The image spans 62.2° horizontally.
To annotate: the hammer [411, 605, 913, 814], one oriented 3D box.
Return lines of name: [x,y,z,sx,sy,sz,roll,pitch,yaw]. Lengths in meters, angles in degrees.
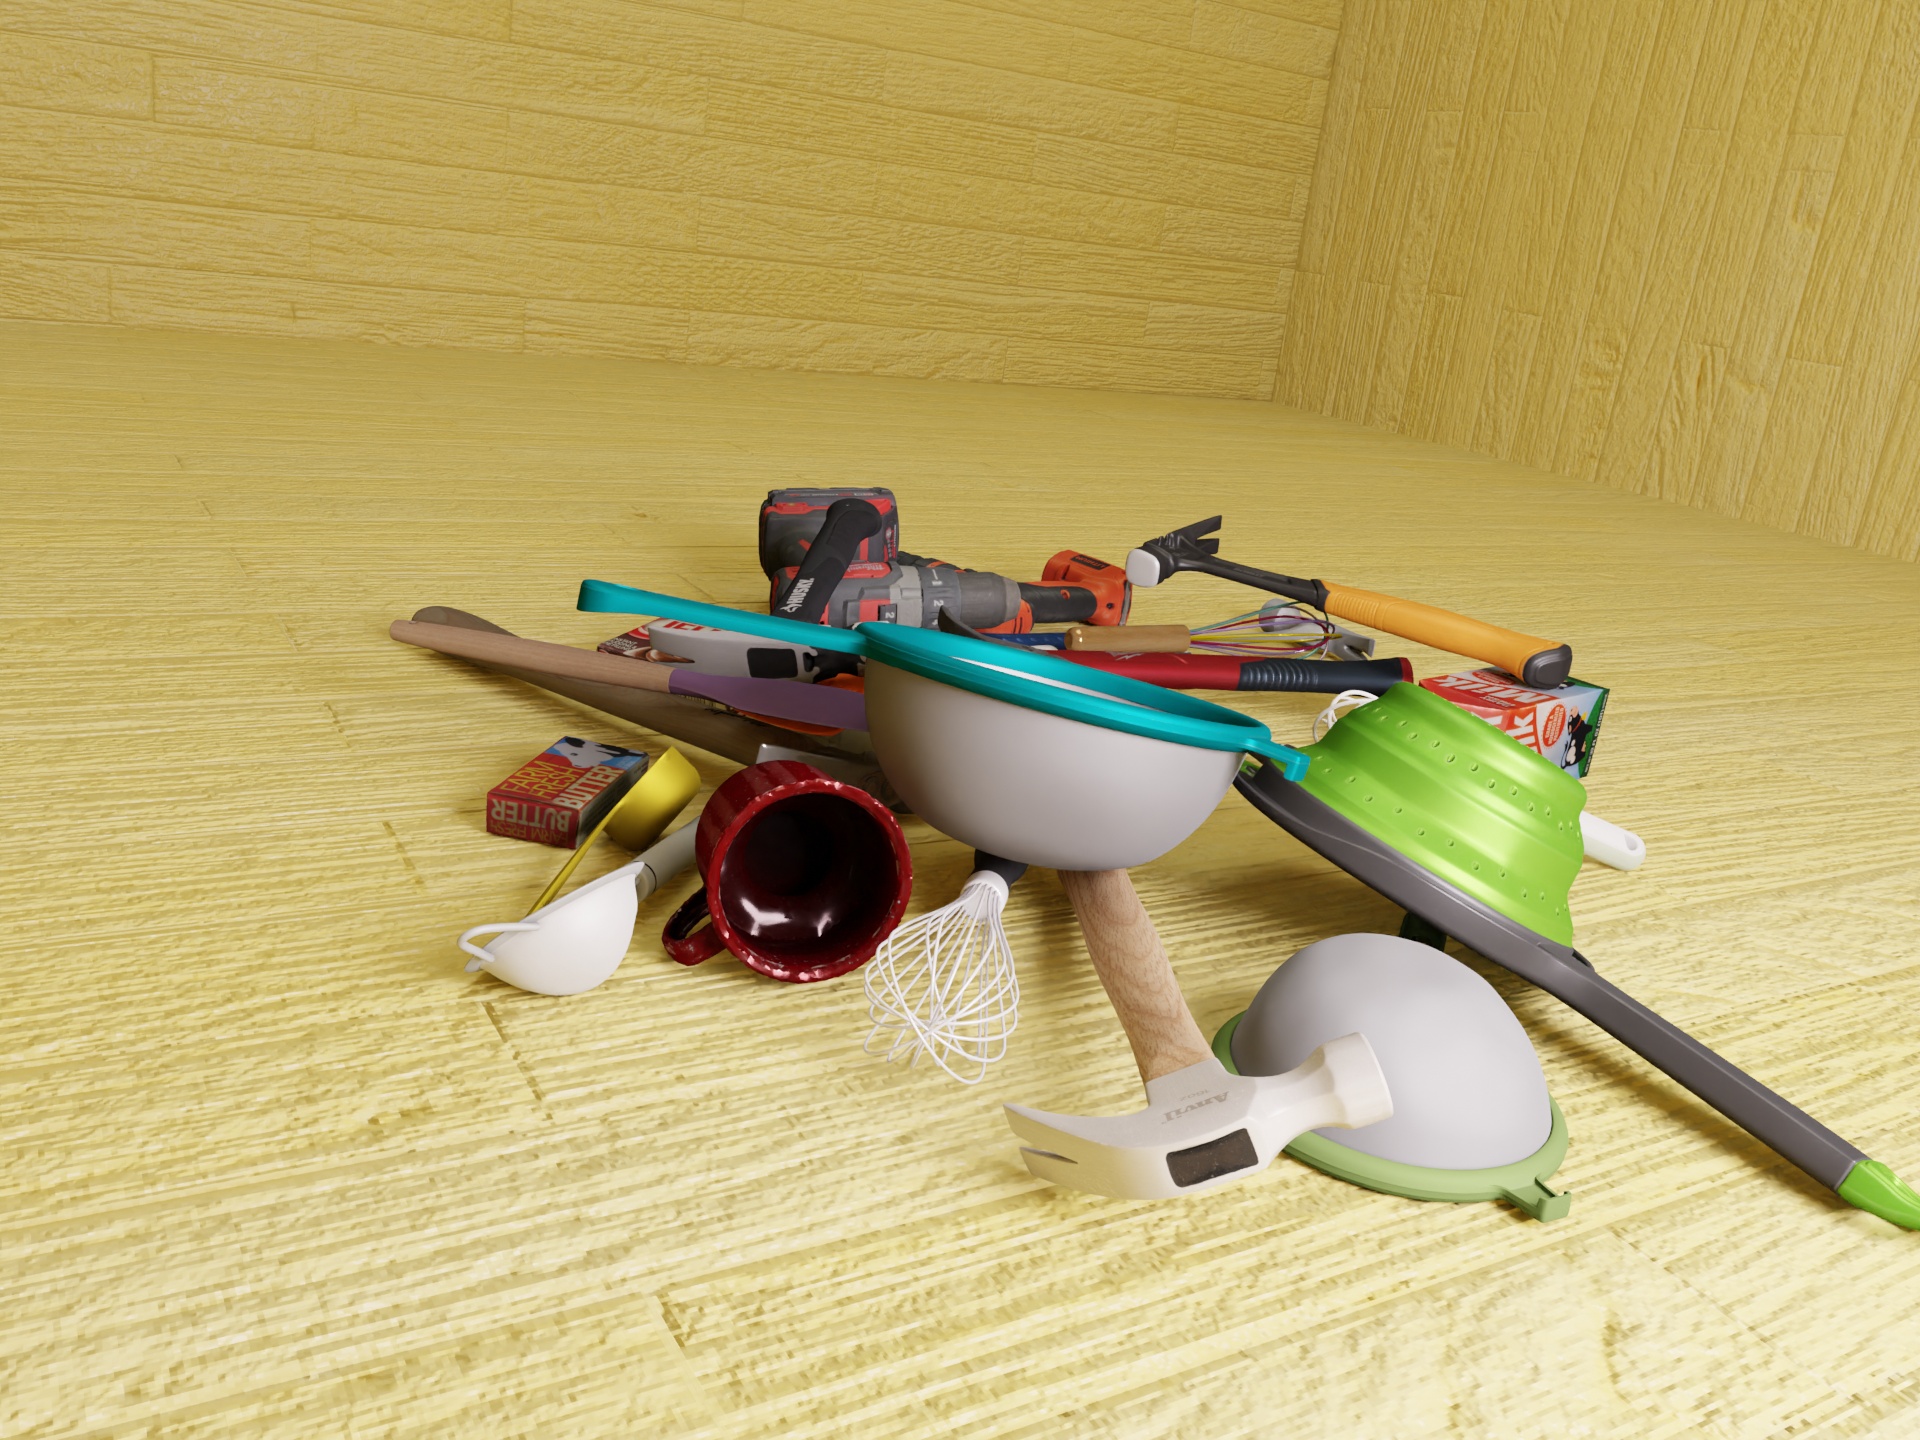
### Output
hammer: [-0.213,-0.015,0.981,0.411,0.038,0.146,17,6,34]

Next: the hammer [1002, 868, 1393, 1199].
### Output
hammer: [0.075,0.113,0.698,0.130,0.031,0.331,-20,13,1]

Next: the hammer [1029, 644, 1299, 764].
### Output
hammer: [0.208,0.021,1.085,0.149,0.036,0.409,-3,21,-33]

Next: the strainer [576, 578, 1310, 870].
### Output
strainer: [-0.020,0.008,0.770,0.340,0.095,0.211,11,7,-16]

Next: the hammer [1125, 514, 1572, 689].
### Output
hammer: [0.297,-0.090,1.206,0.337,0.034,0.127,22,31,34]

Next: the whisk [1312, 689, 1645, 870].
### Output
whisk: [0.317,0.041,0.959,0.246,0.059,0.058,22,49,-18]

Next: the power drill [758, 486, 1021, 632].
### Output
power drill: [-0.066,-0.119,1.259,0.188,0.080,0.227,-3,23,-13]

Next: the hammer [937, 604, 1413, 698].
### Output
hammer: [0.168,-0.039,1.122,0.386,0.038,0.143,1,18,-34]

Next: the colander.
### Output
colander: [0.293,0.081,0.754,0.204,0.094,0.397,23,12,-45]

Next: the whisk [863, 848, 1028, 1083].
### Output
whisk: [0.006,0.092,0.751,0.070,0.070,0.285,10,14,7]

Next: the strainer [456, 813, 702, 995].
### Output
strainer: [-0.154,0.079,0.746,0.087,0.050,0.258,-34,2,16]

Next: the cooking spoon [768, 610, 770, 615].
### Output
cooking spoon: [-0.145,-0.073,1.253,0.068,0.017,0.319,2,19,-3]

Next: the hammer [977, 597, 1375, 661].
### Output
hammer: [0.170,-0.064,1.323,0.405,0.035,0.144,-5,21,-33]

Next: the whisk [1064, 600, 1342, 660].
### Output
whisk: [0.192,-0.065,1.222,0.245,0.051,0.047,-2,26,-25]

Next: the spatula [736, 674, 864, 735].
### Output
spatula: [-0.002,-0.003,1.002,0.081,0.041,0.322,15,4,39]

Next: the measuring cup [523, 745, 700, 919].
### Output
measuring cup: [-0.173,0.066,0.790,0.029,0.062,0.157,42,31,-9]

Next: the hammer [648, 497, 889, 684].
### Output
hammer: [-0.101,-0.094,1.061,0.146,0.035,0.335,-3,22,6]

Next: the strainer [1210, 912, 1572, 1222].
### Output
strainer: [0.204,0.119,0.721,0.151,0.069,0.256,13,20,18]

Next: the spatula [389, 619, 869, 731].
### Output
spatula: [-0.184,-0.027,0.902,0.316,0.018,0.060,10,21,15]
